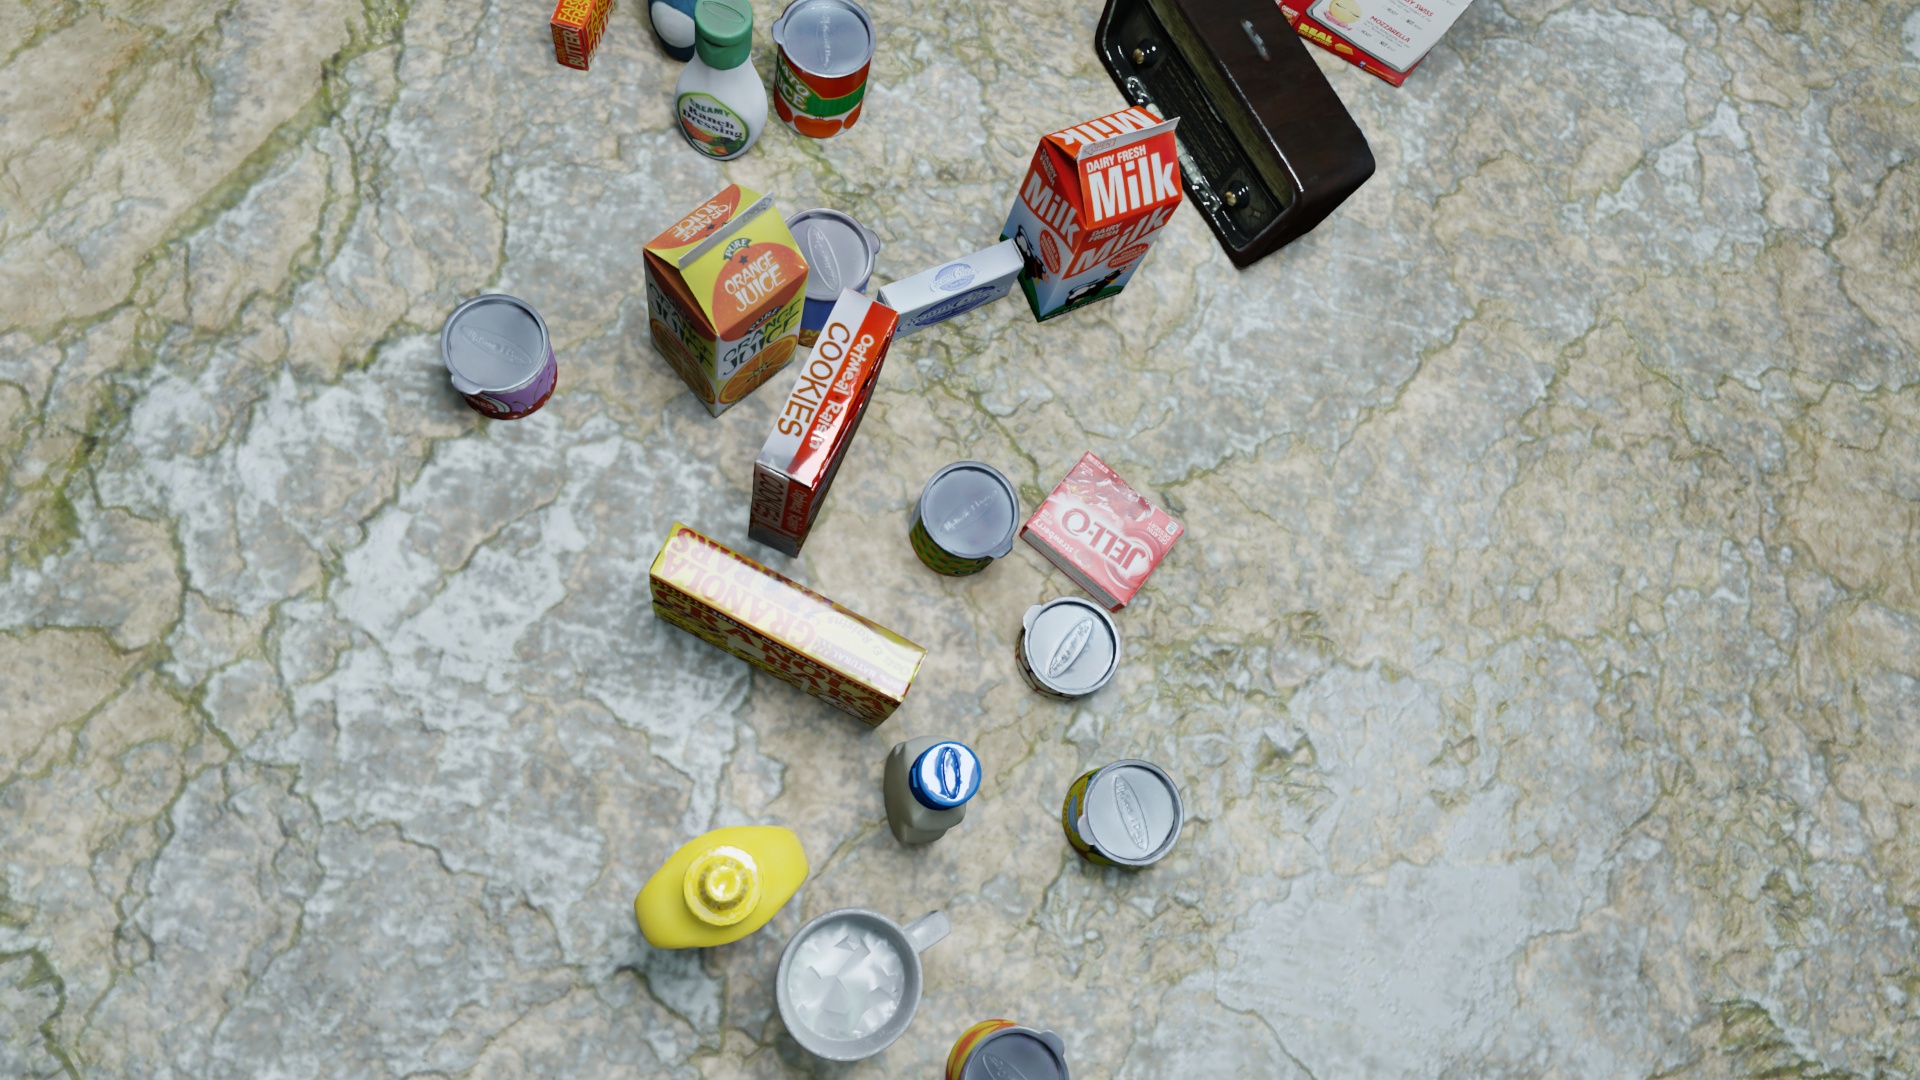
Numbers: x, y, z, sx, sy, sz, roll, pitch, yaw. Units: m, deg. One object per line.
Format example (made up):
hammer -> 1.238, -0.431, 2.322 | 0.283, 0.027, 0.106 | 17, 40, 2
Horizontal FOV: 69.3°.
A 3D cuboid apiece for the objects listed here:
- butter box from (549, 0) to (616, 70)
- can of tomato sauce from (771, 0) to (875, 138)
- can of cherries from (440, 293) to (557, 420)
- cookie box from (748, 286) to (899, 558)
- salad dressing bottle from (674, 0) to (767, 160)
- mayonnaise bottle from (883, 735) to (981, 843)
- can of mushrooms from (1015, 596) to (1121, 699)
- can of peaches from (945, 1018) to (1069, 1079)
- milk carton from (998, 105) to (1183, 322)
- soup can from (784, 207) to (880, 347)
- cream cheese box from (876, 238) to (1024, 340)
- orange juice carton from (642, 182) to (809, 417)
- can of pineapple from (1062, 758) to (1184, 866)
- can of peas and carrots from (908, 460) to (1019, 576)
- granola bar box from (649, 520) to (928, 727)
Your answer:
butter box -> -0.260, -0.391, 0.985 | 0.024, 0.053, 0.104 | 17, 73, -6
can of tomato sauce -> -0.100, -0.334, 0.983 | 0.071, 0.083, 0.071 | 3, 75, -10
can of cherries -> -0.299, -0.116, 0.900 | 0.071, 0.058, 0.071 | 3, 75, -10
cookie box -> -0.088, -0.068, 0.869 | 0.040, 0.167, 0.123 | 25, 73, -3
salad dressing bottle -> -0.160, -0.311, 0.932 | 0.064, 0.147, 0.044 | 23, 73, -4
mayonnaise bottle -> -0.018, 0.147, 0.834 | 0.041, 0.147, 0.065 | -3, 76, -11
can of mushrooms -> 0.070, 0.071, 0.931 | 0.071, 0.033, 0.071 | 3, 75, -10
can of peaches -> 0.029, 0.325, 0.842 | 0.071, 0.058, 0.071 | 3, 75, -10
milk carton -> 0.088, -0.224, 0.932 | 0.072, 0.190, 0.073 | -21, 80, -15
soup can -> -0.093, -0.177, 0.942 | 0.071, 0.083, 0.071 | 3, 75, -10
cream cheese box -> -0.009, -0.174, 0.972 | 0.104, 0.053, 0.024 | -24, 81, -15
orange juice carton -> -0.147, -0.154, 0.868 | 0.072, 0.192, 0.073 | -40, 86, -17
can of pineapple -> 0.102, 0.177, 0.896 | 0.071, 0.057, 0.071 | 3, 75, -10
can of peas and carrots -> 0.003, -0.012, 0.928 | 0.071, 0.058, 0.071 | 3, 75, -10
granola bar box -> -0.109, 0.057, 0.854 | 0.165, 0.124, 0.039 | 27, 73, -2
